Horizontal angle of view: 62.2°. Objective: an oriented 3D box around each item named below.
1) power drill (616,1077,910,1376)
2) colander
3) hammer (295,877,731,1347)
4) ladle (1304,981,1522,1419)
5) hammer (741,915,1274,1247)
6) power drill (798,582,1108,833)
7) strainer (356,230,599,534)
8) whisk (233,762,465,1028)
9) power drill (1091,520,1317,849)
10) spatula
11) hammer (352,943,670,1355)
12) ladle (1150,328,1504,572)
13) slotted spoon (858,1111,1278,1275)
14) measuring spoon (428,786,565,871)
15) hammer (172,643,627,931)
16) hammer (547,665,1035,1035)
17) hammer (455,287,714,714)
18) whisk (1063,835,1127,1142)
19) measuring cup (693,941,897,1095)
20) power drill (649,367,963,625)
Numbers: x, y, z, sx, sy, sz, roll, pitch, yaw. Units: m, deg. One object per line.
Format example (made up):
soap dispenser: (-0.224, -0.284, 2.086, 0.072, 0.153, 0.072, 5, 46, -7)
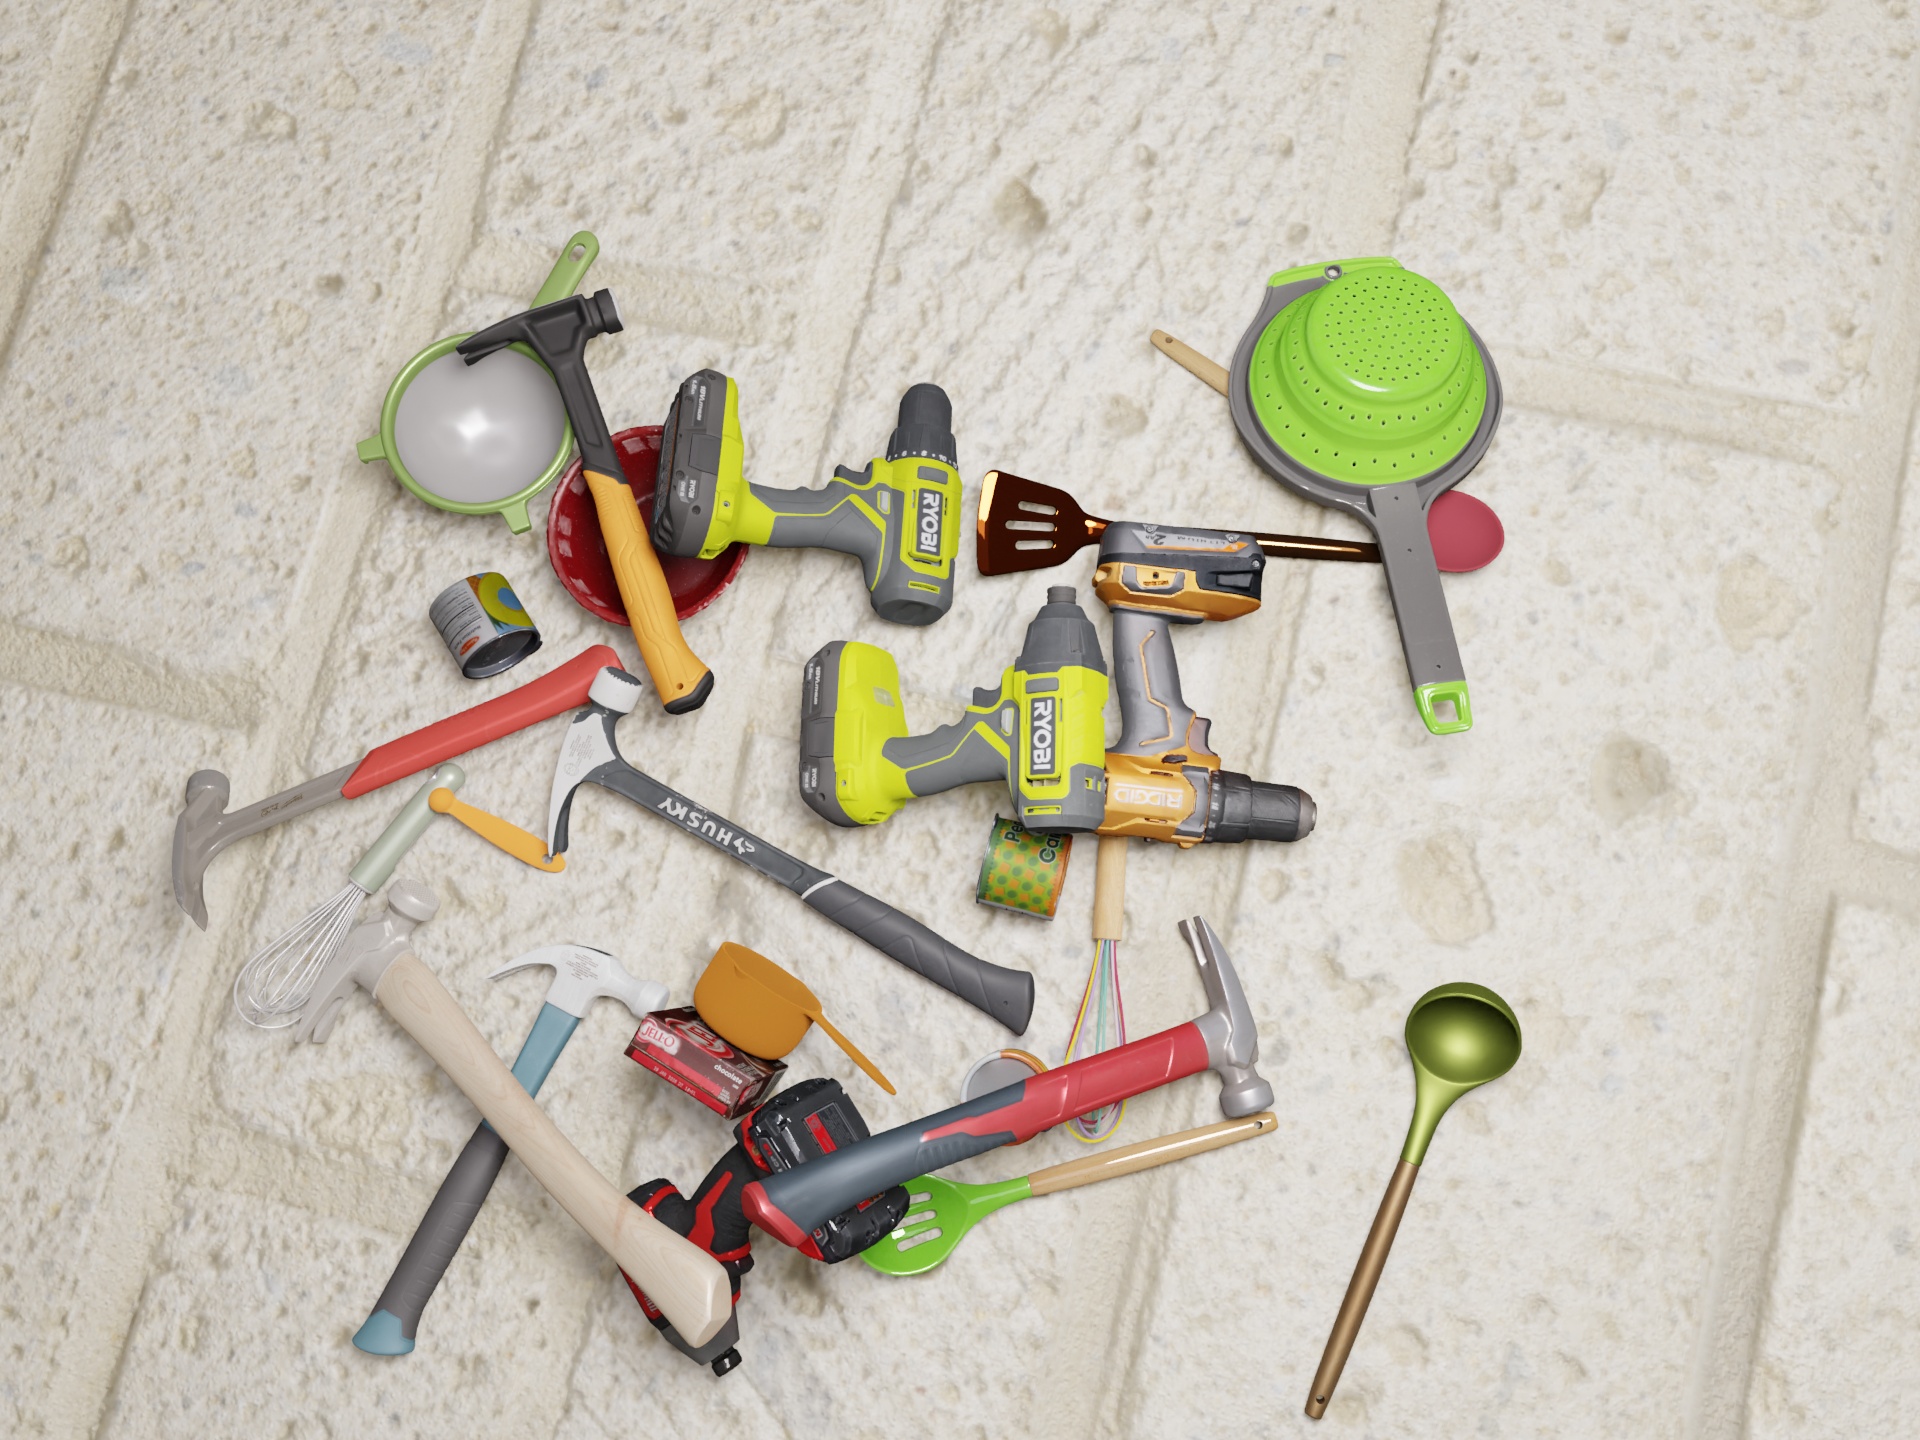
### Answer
power drill: (-0.146, 0.354, 1.096, 0.219, 0.078, 0.143, -40, 76, 28)
colander: (0.316, -0.188, 1.144, 0.204, 0.094, 0.397, -8, 71, 0)
hammer: (-0.316, 0.291, 1.123, 0.411, 0.038, 0.146, 38, 94, 25)
ladle: (0.304, 0.333, 1.103, 0.078, 0.062, 0.320, 22, 85, 11)
hammer: (0.034, 0.245, 1.061, 0.386, 0.038, 0.143, -13, 79, -27)
power drill: (-0.002, -0.004, 1.136, 0.223, 0.080, 0.171, -5, 78, 30)
strainer: (-0.351, -0.272, 1.270, 0.151, 0.069, 0.256, 25, 77, 4)
whisk: (-0.464, 0.133, 1.221, 0.059, 0.058, 0.246, 41, 82, -24)
power drill: (0.172, -0.020, 1.151, 0.185, 0.084, 0.226, 7, 85, 0)
spatula: (0.174, -0.138, 1.207, 0.322, 0.041, 0.081, 5, 97, 5)
hammer: (-0.349, 0.317, 1.178, 0.128, 0.033, 0.331, 27, 83, 9)
ladle: (0.274, -0.211, 1.218, 0.315, 0.031, 0.069, 37, 76, 12)
slotted spoon: (0.075, 0.329, 1.140, 0.314, 0.031, 0.070, -16, 79, 1)
measuring spoon: (-0.355, 0.084, 1.219, 0.117, 0.011, 0.021, 30, 78, -4)
hammer: (-0.423, 0.033, 1.211, 0.359, 0.036, 0.149, -23, 44, -3)
hammer: (-0.125, 0.120, 1.183, 0.409, 0.036, 0.149, 29, 99, 7)
hammer: (-0.267, -0.159, 1.195, 0.127, 0.034, 0.337, -20, 79, -6)
whisk: (0.102, 0.181, 1.156, 0.047, 0.051, 0.245, 2, 77, 12)
measuring cup: (-0.120, 0.228, 1.133, 0.174, 0.095, 0.052, 37, 92, 26)
power drill: (-0.106, -0.183, 1.191, 0.228, 0.080, 0.191, 10, 71, -20)
